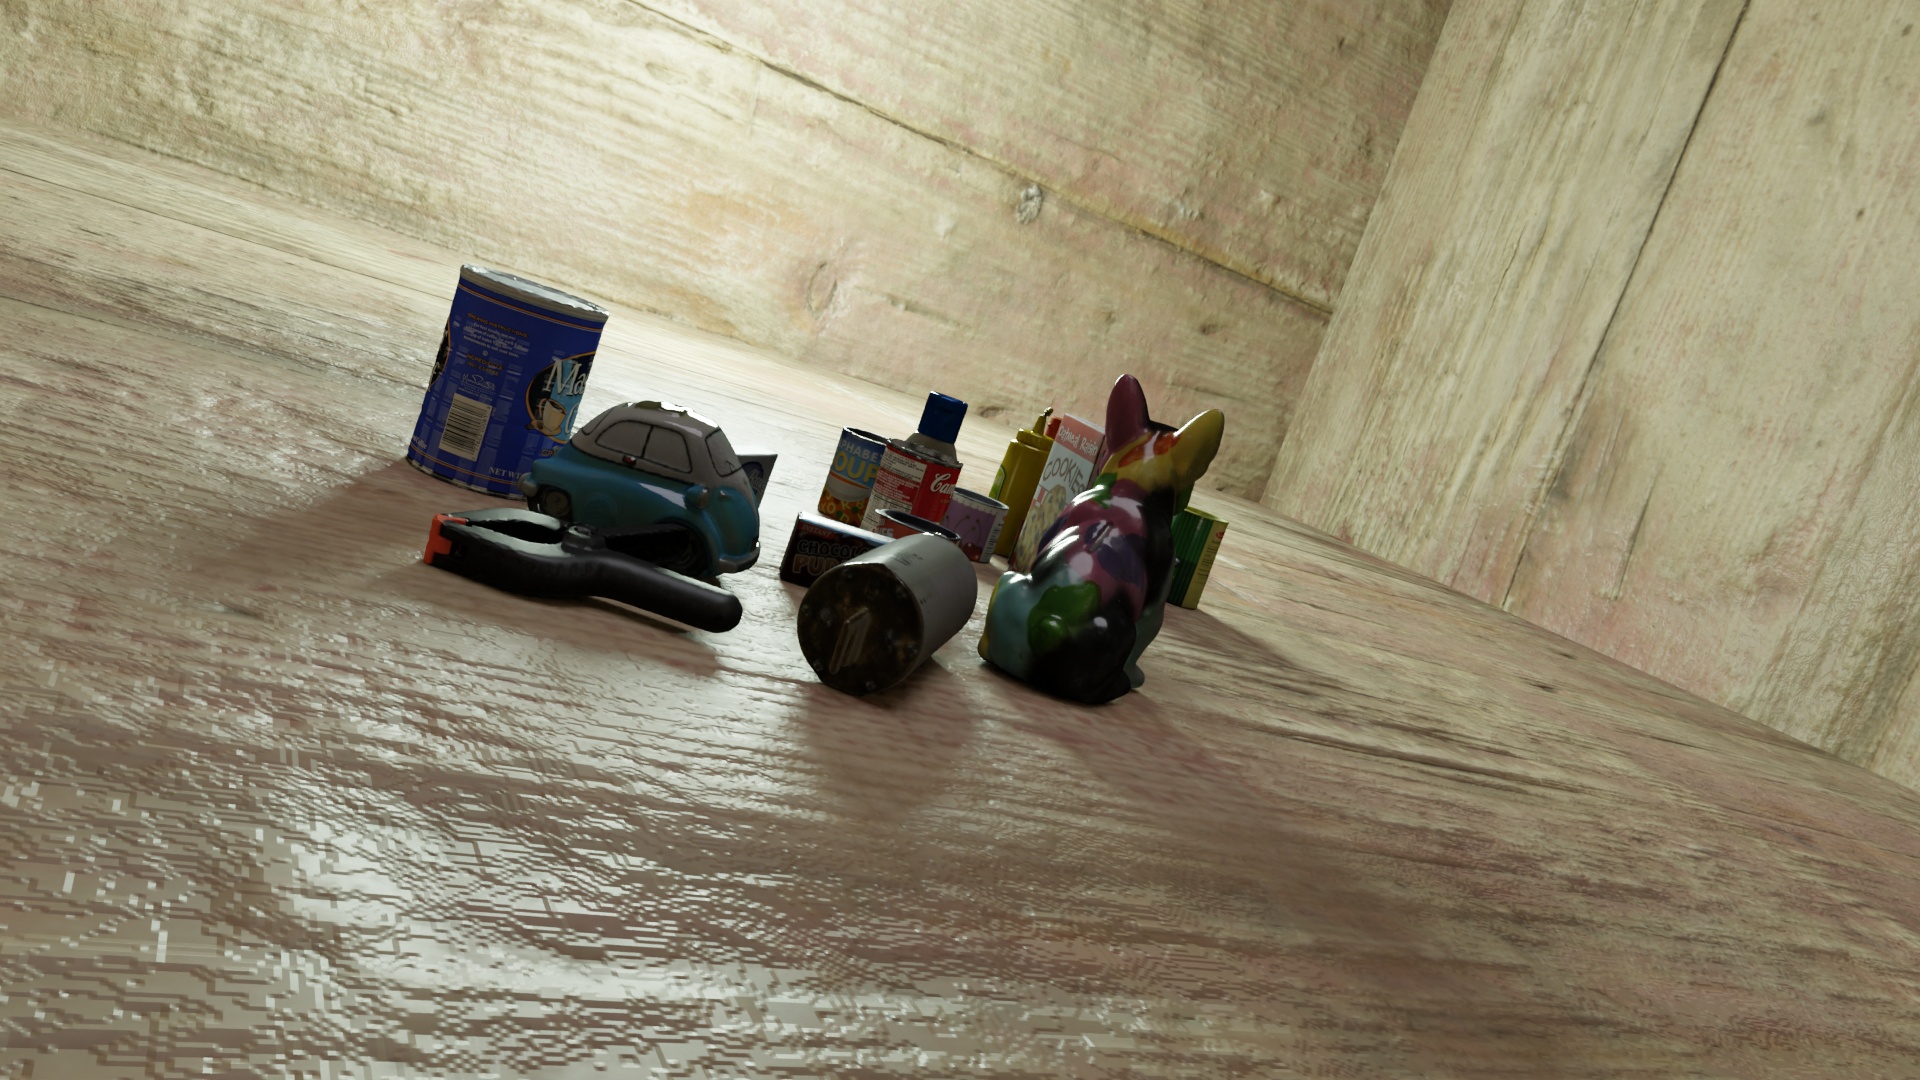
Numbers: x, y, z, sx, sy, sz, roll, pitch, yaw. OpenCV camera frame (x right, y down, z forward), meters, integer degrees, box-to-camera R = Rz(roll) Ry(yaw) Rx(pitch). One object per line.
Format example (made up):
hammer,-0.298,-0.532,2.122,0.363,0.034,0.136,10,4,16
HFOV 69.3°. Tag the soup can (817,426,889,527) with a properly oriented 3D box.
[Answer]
soup can,-0.095,-0.059,1.323,0.071,0.083,0.071,19,8,-3

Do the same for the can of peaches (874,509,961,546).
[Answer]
can of peaches,-0.042,0.013,1.080,0.071,0.058,0.071,19,9,-3

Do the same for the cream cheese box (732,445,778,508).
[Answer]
cream cheese box,-0.192,-0.052,1.171,0.024,0.053,0.104,22,9,14

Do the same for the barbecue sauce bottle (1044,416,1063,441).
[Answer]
barbecue sauce bottle,0.092,-0.062,1.526,0.044,0.148,0.065,18,8,-8

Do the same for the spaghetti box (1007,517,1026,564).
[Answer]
spaghetti box,0.114,0.003,1.500,0.029,0.050,0.250,23,9,21

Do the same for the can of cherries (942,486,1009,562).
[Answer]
can of cherries,0.005,-0.017,1.362,0.071,0.058,0.071,19,9,-3

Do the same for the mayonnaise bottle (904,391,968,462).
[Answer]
mayonnaise bottle,-0.034,-0.057,1.229,0.065,0.147,0.041,19,8,-7

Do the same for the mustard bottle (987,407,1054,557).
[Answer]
mustard bottle,0.062,-0.064,1.440,0.049,0.160,0.065,17,8,-14

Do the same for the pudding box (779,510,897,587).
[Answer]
pudding box,-0.084,0.014,1.008,0.084,0.049,0.030,18,9,-12

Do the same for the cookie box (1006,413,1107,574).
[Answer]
cookie box,0.101,-0.024,1.254,0.040,0.167,0.123,17,9,-17

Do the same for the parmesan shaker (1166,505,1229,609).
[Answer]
parmesan shaker,0.245,0.017,1.528,0.071,0.103,0.071,19,8,-3

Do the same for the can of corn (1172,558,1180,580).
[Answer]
can of corn,0.185,0.036,1.424,0.071,0.058,0.071,19,9,-3
